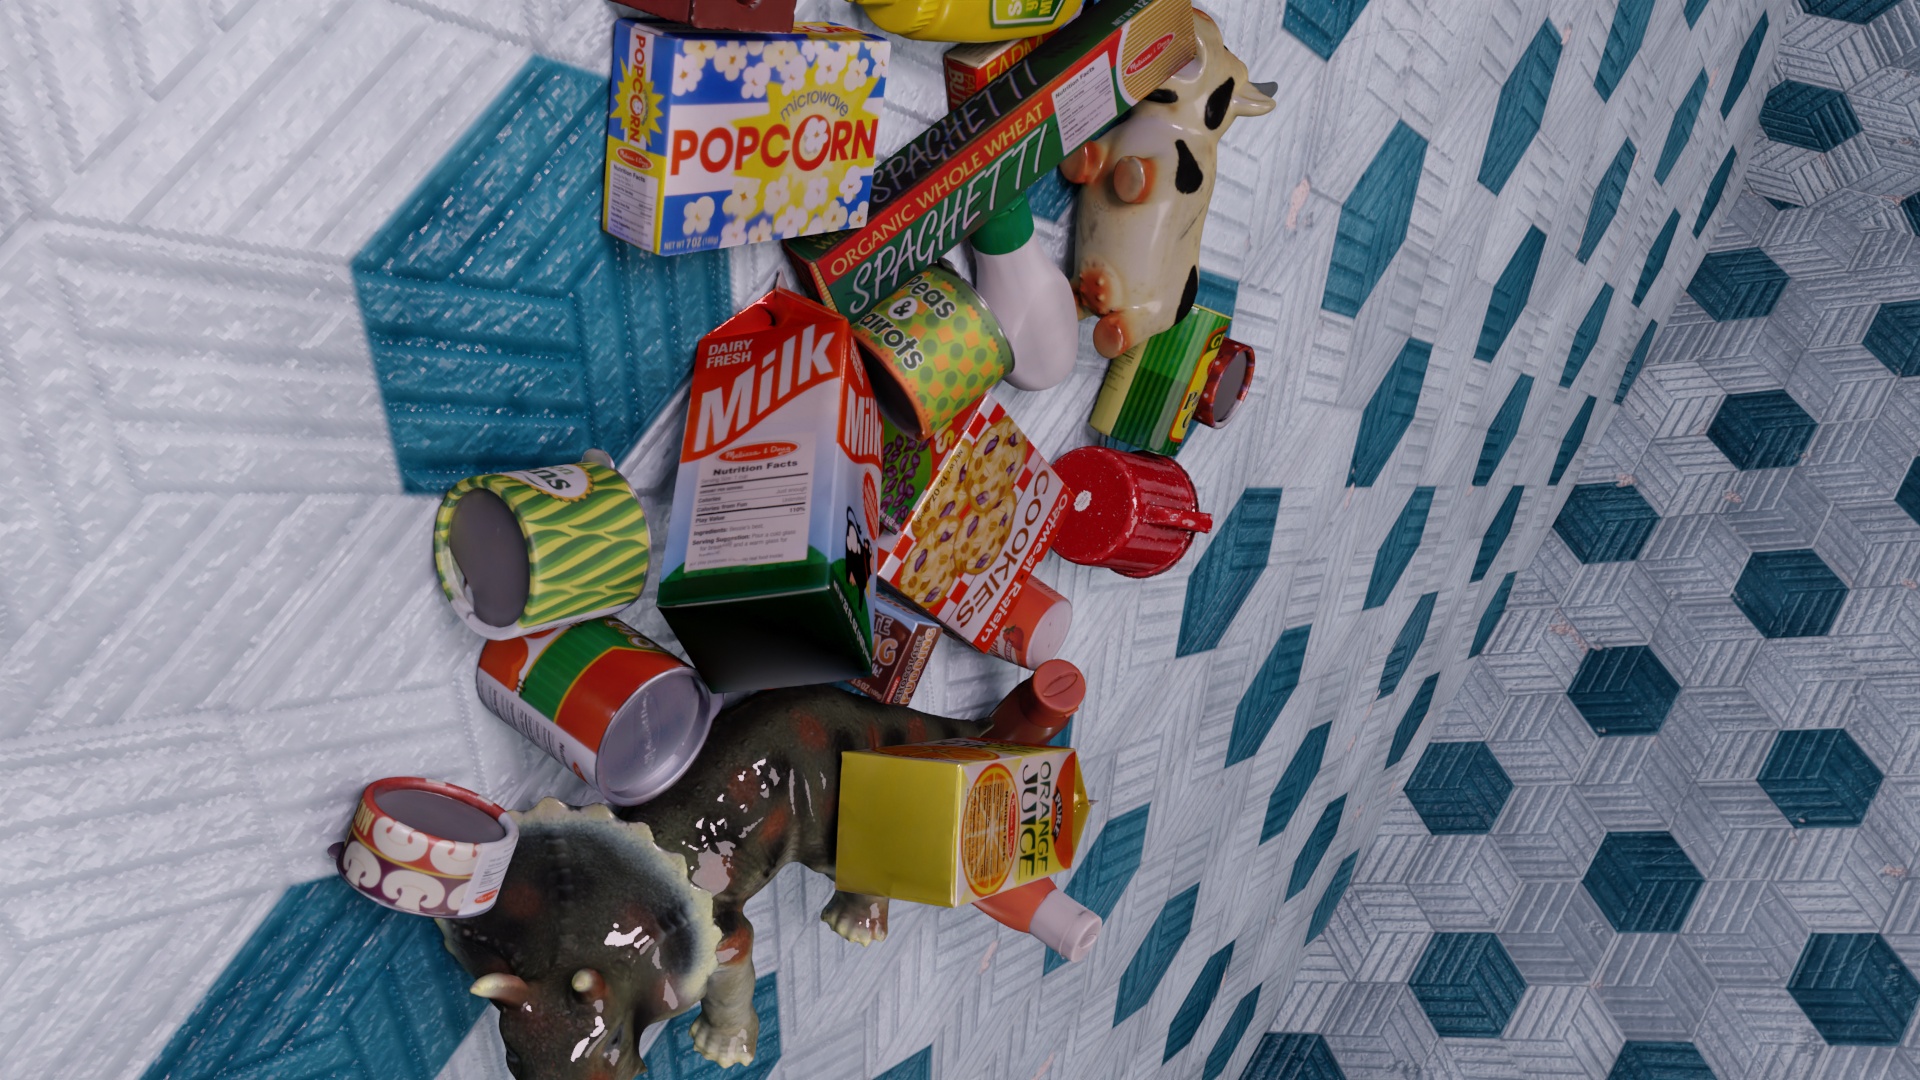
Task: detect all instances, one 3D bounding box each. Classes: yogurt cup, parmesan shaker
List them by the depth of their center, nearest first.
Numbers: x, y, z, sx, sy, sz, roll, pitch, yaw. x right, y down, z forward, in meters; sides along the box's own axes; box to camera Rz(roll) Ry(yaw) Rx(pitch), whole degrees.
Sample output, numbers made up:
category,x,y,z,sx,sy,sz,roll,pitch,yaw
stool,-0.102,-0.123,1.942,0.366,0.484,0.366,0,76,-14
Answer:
category,x,y,z,sx,sy,sz,roll,pitch,yaw
yogurt cup,0.040,0.054,0.950,0.073,0.054,0.072,-39,143,-37
parmesan shaker,0.137,-0.117,0.958,0.071,0.071,0.102,0,114,-58

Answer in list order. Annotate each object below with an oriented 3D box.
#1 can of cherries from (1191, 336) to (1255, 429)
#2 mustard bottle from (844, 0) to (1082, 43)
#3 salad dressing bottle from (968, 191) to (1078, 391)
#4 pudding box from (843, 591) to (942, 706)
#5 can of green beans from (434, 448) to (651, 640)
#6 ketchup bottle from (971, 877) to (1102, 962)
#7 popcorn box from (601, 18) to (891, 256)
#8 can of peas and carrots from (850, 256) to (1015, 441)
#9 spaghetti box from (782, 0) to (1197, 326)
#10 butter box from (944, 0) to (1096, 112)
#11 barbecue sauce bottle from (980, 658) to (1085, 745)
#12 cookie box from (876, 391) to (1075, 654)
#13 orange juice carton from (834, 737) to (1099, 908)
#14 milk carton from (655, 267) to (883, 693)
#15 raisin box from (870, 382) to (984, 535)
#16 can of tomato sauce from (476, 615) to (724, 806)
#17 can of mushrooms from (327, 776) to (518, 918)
category,x,y,z,sx,sy,sz,roll,pitch,yaw
can of cherries,0.176,-0.124,1.019,0.072,0.058,0.071,-38,143,-37
mustard bottle,0.000,-0.259,0.639,0.161,0.049,0.065,-33,137,-42
salad dressing bottle,0.031,-0.148,0.786,0.064,0.044,0.147,-48,146,-19
pudding box,-0.057,0.050,0.762,0.030,0.084,0.049,18,98,-60
can of green beans,-0.169,0.003,0.563,0.058,0.071,0.071,-13,124,-53
ketchup bottle,0.030,0.245,0.991,0.065,0.149,0.043,4,111,-59
popcorn box,-0.088,-0.171,0.581,0.127,0.038,0.084,-24,132,-49
can of peas and carrots,-0.017,-0.092,0.667,0.059,0.071,0.070,-40,145,-13
spaghetti box,0.019,-0.197,0.690,0.251,0.029,0.050,-40,145,-14
butter box,0.033,-0.248,0.726,0.104,0.024,0.052,-44,146,-30
barbecue sauce bottle,0.048,0.123,0.964,0.065,0.044,0.148,-28,166,-23
cookie box,0.003,-0.011,0.852,0.123,0.040,0.167,-59,151,-7
orange juice carton,0.011,0.151,0.779,0.193,0.072,0.073,9,83,-63
milk carton,-0.078,-0.033,0.623,0.072,0.073,0.191,72,14,-52
raisin box,-0.033,-0.076,0.746,0.123,0.040,0.086,-58,149,-7
can of tomato sauce,-0.159,0.066,0.612,0.071,0.083,0.070,-38,142,-37
can of mushrooms,-0.223,0.126,0.579,0.071,0.071,0.033,14,100,-60
